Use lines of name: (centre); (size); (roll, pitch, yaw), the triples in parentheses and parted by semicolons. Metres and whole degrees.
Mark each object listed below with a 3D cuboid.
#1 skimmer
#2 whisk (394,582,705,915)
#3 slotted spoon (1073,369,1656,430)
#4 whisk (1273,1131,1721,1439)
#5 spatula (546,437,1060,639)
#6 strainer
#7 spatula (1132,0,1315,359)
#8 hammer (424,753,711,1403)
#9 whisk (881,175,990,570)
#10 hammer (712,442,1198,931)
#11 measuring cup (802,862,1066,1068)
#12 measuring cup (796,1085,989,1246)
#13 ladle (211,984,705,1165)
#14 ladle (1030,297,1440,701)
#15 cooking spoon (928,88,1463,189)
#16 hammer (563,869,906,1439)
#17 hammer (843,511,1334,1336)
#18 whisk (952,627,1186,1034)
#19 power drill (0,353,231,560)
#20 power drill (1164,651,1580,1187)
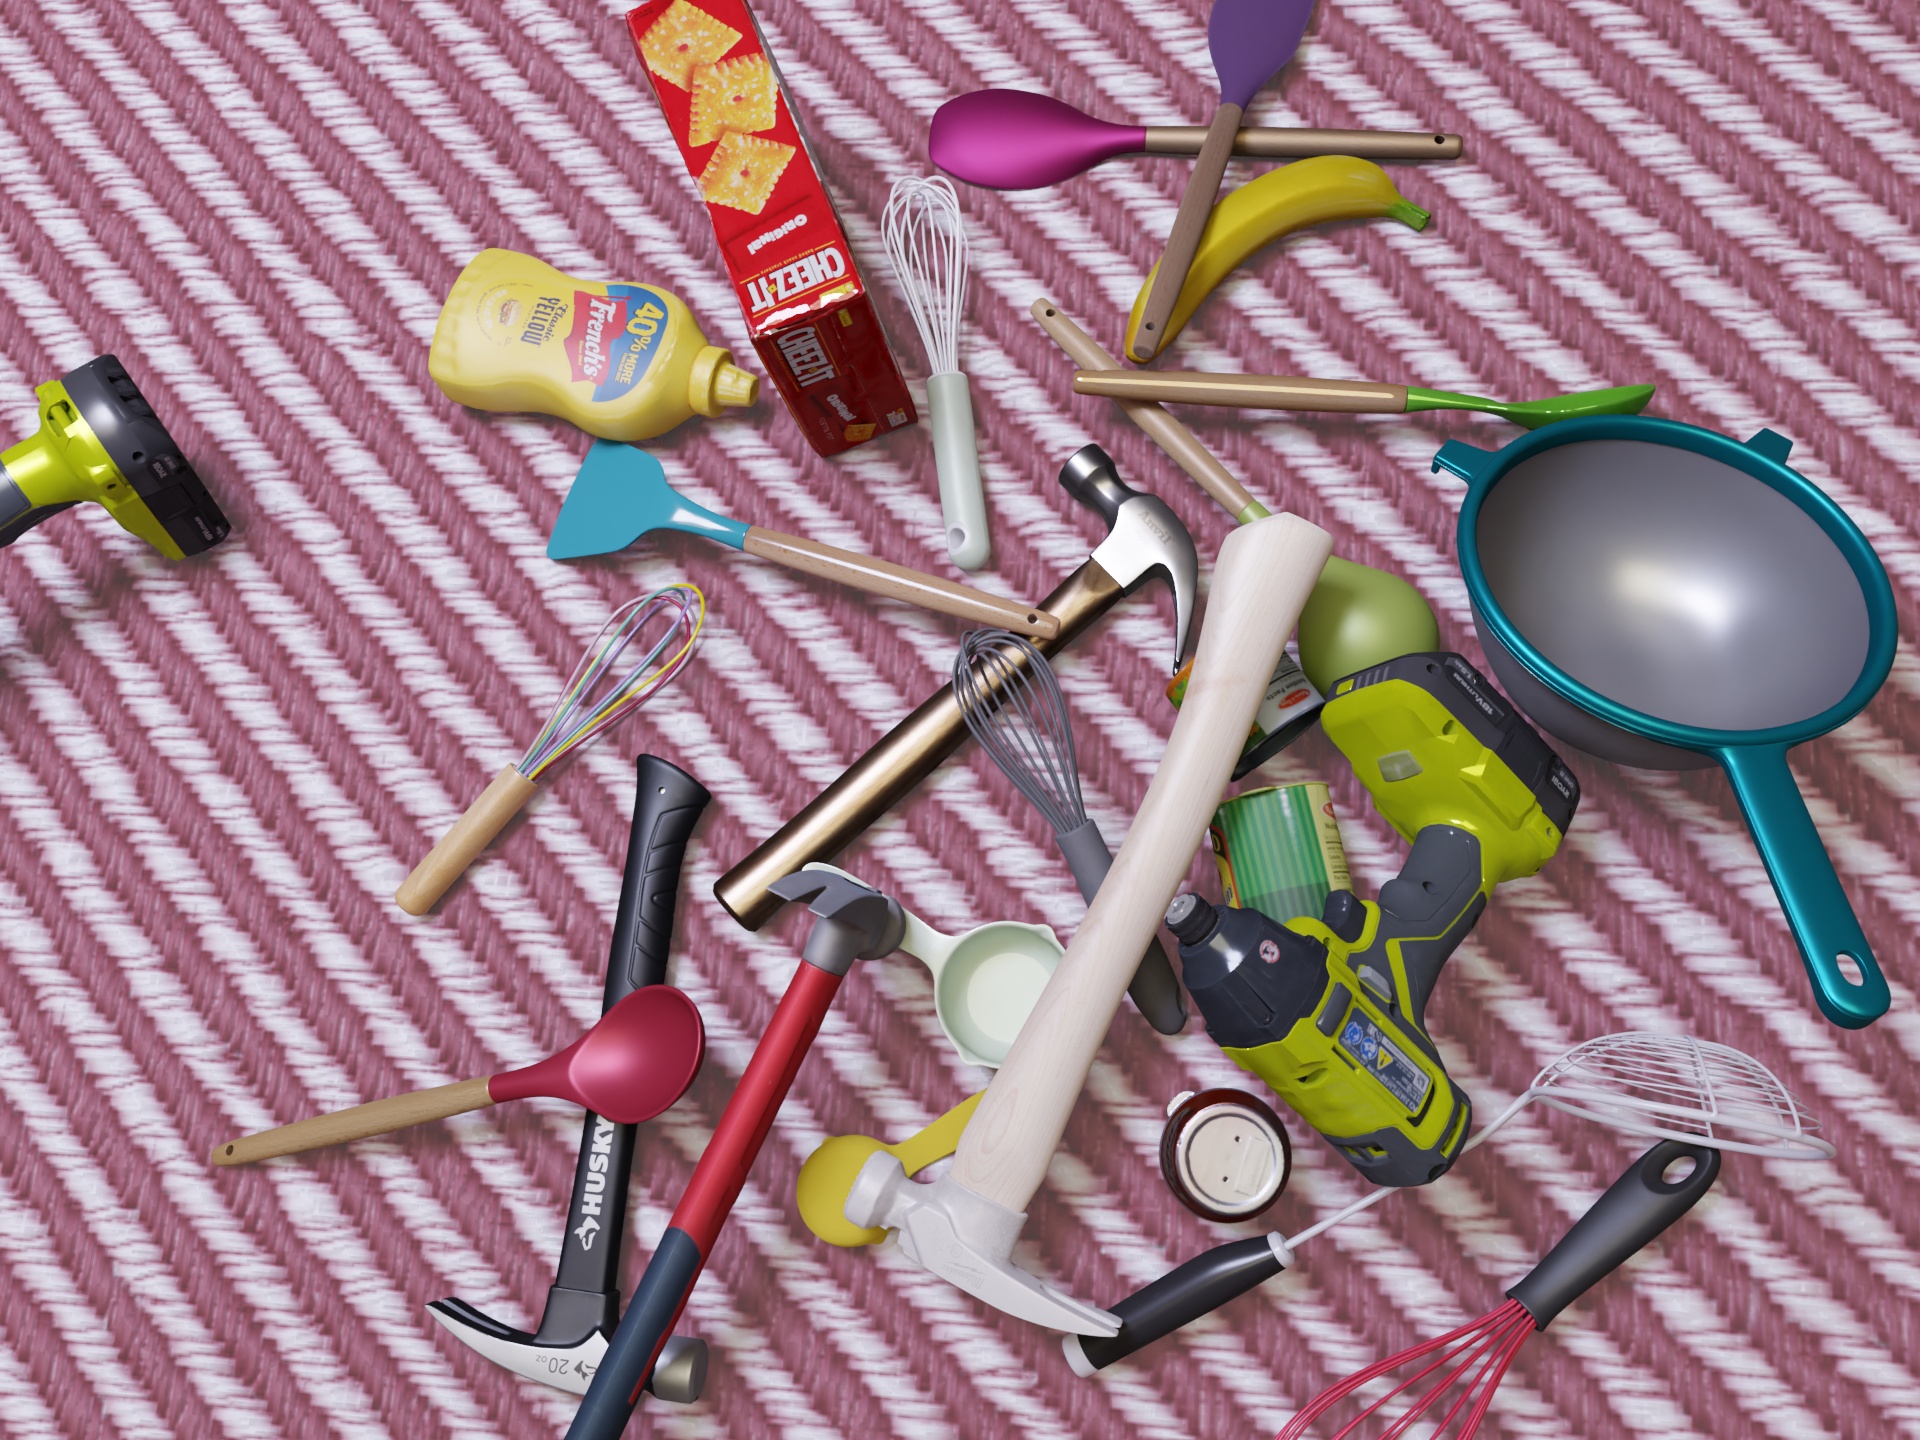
skimmer: (0.219, 0.250, 0.755); (0.363, 0.127, 0.090); (-32, 62, 10)
whisk: (-0.231, 0.016, 0.901); (0.047, 0.051, 0.245); (41, 87, 8)
slotted spoon: (0.219, -0.179, 0.880); (0.314, 0.070, 0.031); (4, 105, 5)
whisk: (0.258, 0.299, 0.767); (0.296, 0.073, 0.073); (-38, 75, -9)
spatula: (-0.093, -0.094, 0.902); (0.317, 0.044, 0.082); (18, 78, 13)
strainer: (0.353, 0.003, 0.775); (0.211, 0.095, 0.341); (-3, 56, -5)
spatula: (0.149, -0.337, 0.929); (0.060, 0.018, 0.316); (14, 67, 14)
hammer: (-0.188, 0.182, 0.858); (0.146, 0.035, 0.335); (5, 77, 7)
whisk: (-0.009, -0.206, 0.930); (0.058, 0.059, 0.246); (-17, 76, 41)
hammer: (-0.001, -0.003, 0.883); (0.331, 0.031, 0.130); (-42, 75, -4)
measuring cup: (-0.012, 0.124, 0.850); (0.168, 0.038, 0.083); (30, 82, 14)
measuring cup: (-0.016, 0.221, 0.830); (0.156, 0.029, 0.062); (-31, 75, 1)
ladle: (-0.267, 0.201, 0.838); (0.315, 0.031, 0.069); (-16, 60, 16)
ladle: (0.144, -0.130, 0.898); (0.078, 0.062, 0.320); (-38, 68, -6)
cooking spoon: (0.138, -0.350, 0.958); (0.319, 0.017, 0.069); (5, 78, 8)
hammer: (-0.136, 0.252, 0.755); (0.038, 0.143, 0.386); (25, 85, 14)
hammer: (0.093, 0.093, 0.785); (0.146, 0.038, 0.410); (25, 89, 12)
whisk: (0.060, 0.058, 0.835); (0.055, 0.055, 0.239); (-27, 92, 0)
power drill: (-0.550, -0.095, 0.908); (0.228, 0.190, 0.080); (-34, 74, -17)
power drill: (0.197, 0.080, 0.755); (0.171, 0.080, 0.223); (44, 58, -13)
